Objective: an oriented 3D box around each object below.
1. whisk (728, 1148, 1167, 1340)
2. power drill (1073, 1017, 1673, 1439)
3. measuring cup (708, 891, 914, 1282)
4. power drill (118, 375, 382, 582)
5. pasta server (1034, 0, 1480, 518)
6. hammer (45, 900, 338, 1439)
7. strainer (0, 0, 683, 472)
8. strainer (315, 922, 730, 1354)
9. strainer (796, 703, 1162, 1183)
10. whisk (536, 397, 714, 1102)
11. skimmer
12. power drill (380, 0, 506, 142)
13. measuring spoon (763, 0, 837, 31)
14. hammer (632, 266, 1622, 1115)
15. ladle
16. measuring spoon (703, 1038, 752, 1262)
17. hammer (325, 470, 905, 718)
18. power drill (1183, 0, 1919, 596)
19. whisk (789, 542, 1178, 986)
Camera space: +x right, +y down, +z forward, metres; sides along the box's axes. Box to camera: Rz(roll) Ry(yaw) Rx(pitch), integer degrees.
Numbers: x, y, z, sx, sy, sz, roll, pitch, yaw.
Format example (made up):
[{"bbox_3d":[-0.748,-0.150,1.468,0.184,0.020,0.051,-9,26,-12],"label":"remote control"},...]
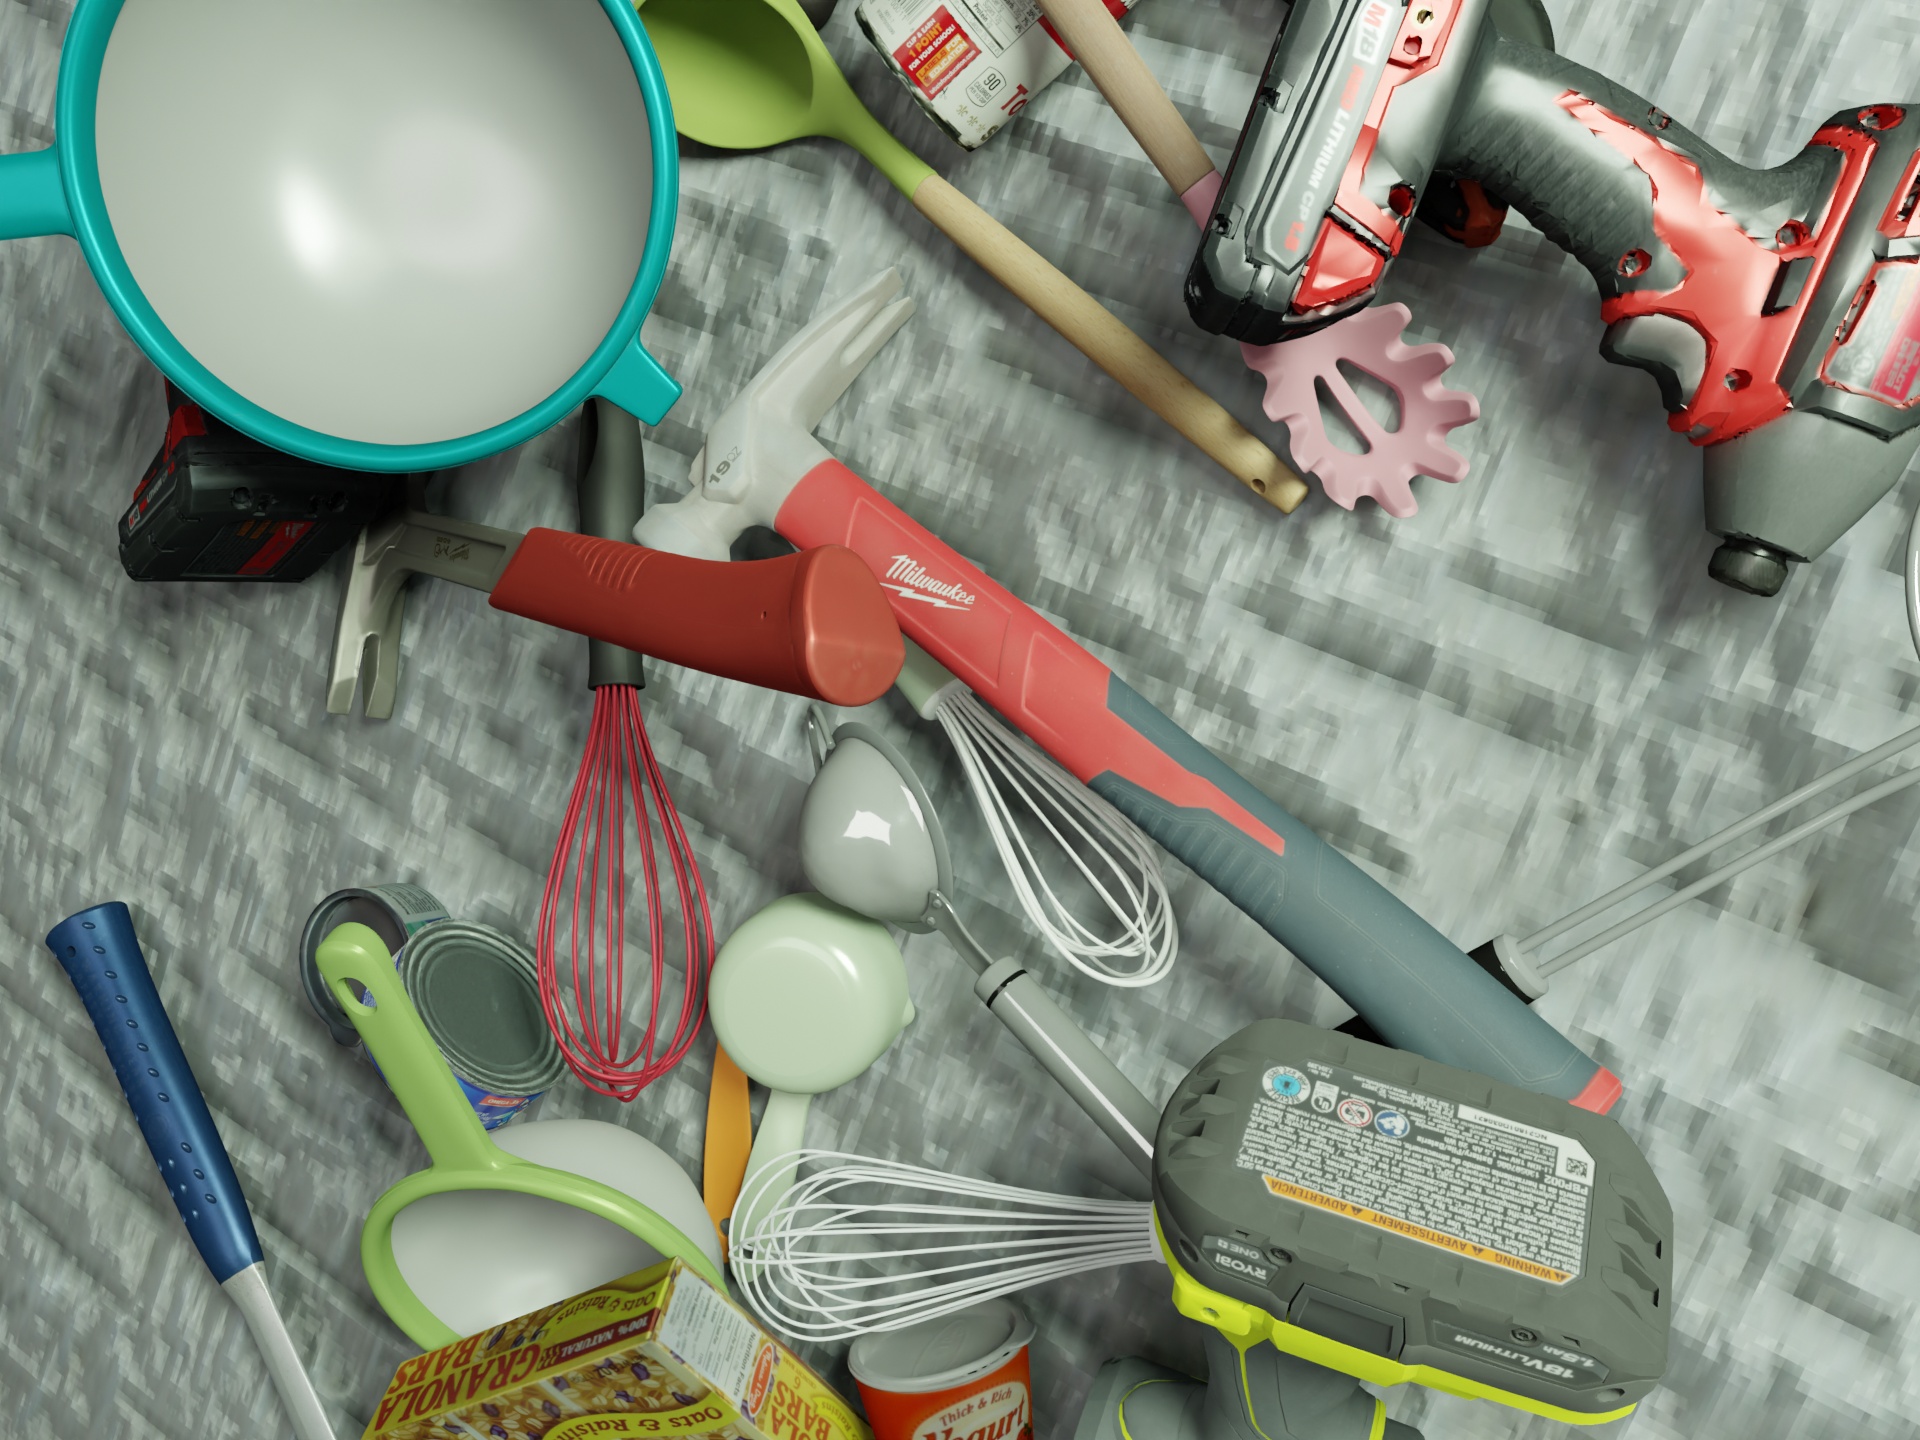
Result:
[{"bbox_3d":[0.046,0.183,0.571,0.284,0.070,0.070,-8,87,17],"label":"whisk"},{"bbox_3d":[0.131,0.210,0.480,0.190,0.080,0.228,14,129,17],"label":"power drill"},{"bbox_3d":[-0.072,0.151,0.626,0.083,0.038,0.167,16,98,12],"label":"measuring cup"},{"bbox_3d":[-0.312,-0.188,0.681,0.188,0.080,0.227,-22,77,47],"label":"power drill"},{"bbox_3d":[0.063,-0.202,0.526,0.060,0.040,0.316,-36,96,9],"label":"pasta server"},{"bbox_3d":[-0.327,0.266,0.745,0.144,0.035,0.406,-36,77,20],"label":"hammer"},{"bbox_3d":[-0.267,-0.195,0.587,0.340,0.095,0.211,-5,104,1],"label":"strainer"},{"bbox_3d":[-0.170,0.164,0.614,0.151,0.069,0.256,-8,121,17],"label":"strainer"},{"bbox_3d":[0.008,0.089,0.572,0.259,0.050,0.086,45,143,22],"label":"strainer"},{"bbox_3d":[-0.140,0.005,0.652,0.073,0.073,0.296,-6,82,23],"label":"whisk"},{"bbox_3d":[0.234,0.039,0.503,0.363,0.090,0.127,-39,86,29],"label":"skimmer"},{"bbox_3d":[-0.163,-0.357,0.647,0.226,0.084,0.164,-41,74,14],"label":"power drill"},{"bbox_3d":[-0.030,-0.300,0.610,0.124,0.018,0.034,-11,97,32],"label":"measuring spoon"},{"bbox_3d":[0.058,-0.008,0.539,0.387,0.038,0.143,40,87,23],"label":"hammer"},{"bbox_3d":[-0.003,-0.176,0.591,0.320,0.078,0.062,43,61,13],"label":"ladle"},{"bbox_3d":[-0.094,0.167,0.658,0.021,0.011,0.117,3,95,13],"label":"measuring spoon"},{"bbox_3d":[-0.148,-0.043,0.589,0.359,0.036,0.149,16,96,47],"label":"hammer"},{"bbox_3d":[0.185,-0.133,0.473,0.219,0.078,0.143,20,99,1],"label":"power drill"},{"bbox_3d":[-0.001,-0.002,0.597,0.246,0.059,0.057,52,136,19],"label":"whisk"}]
